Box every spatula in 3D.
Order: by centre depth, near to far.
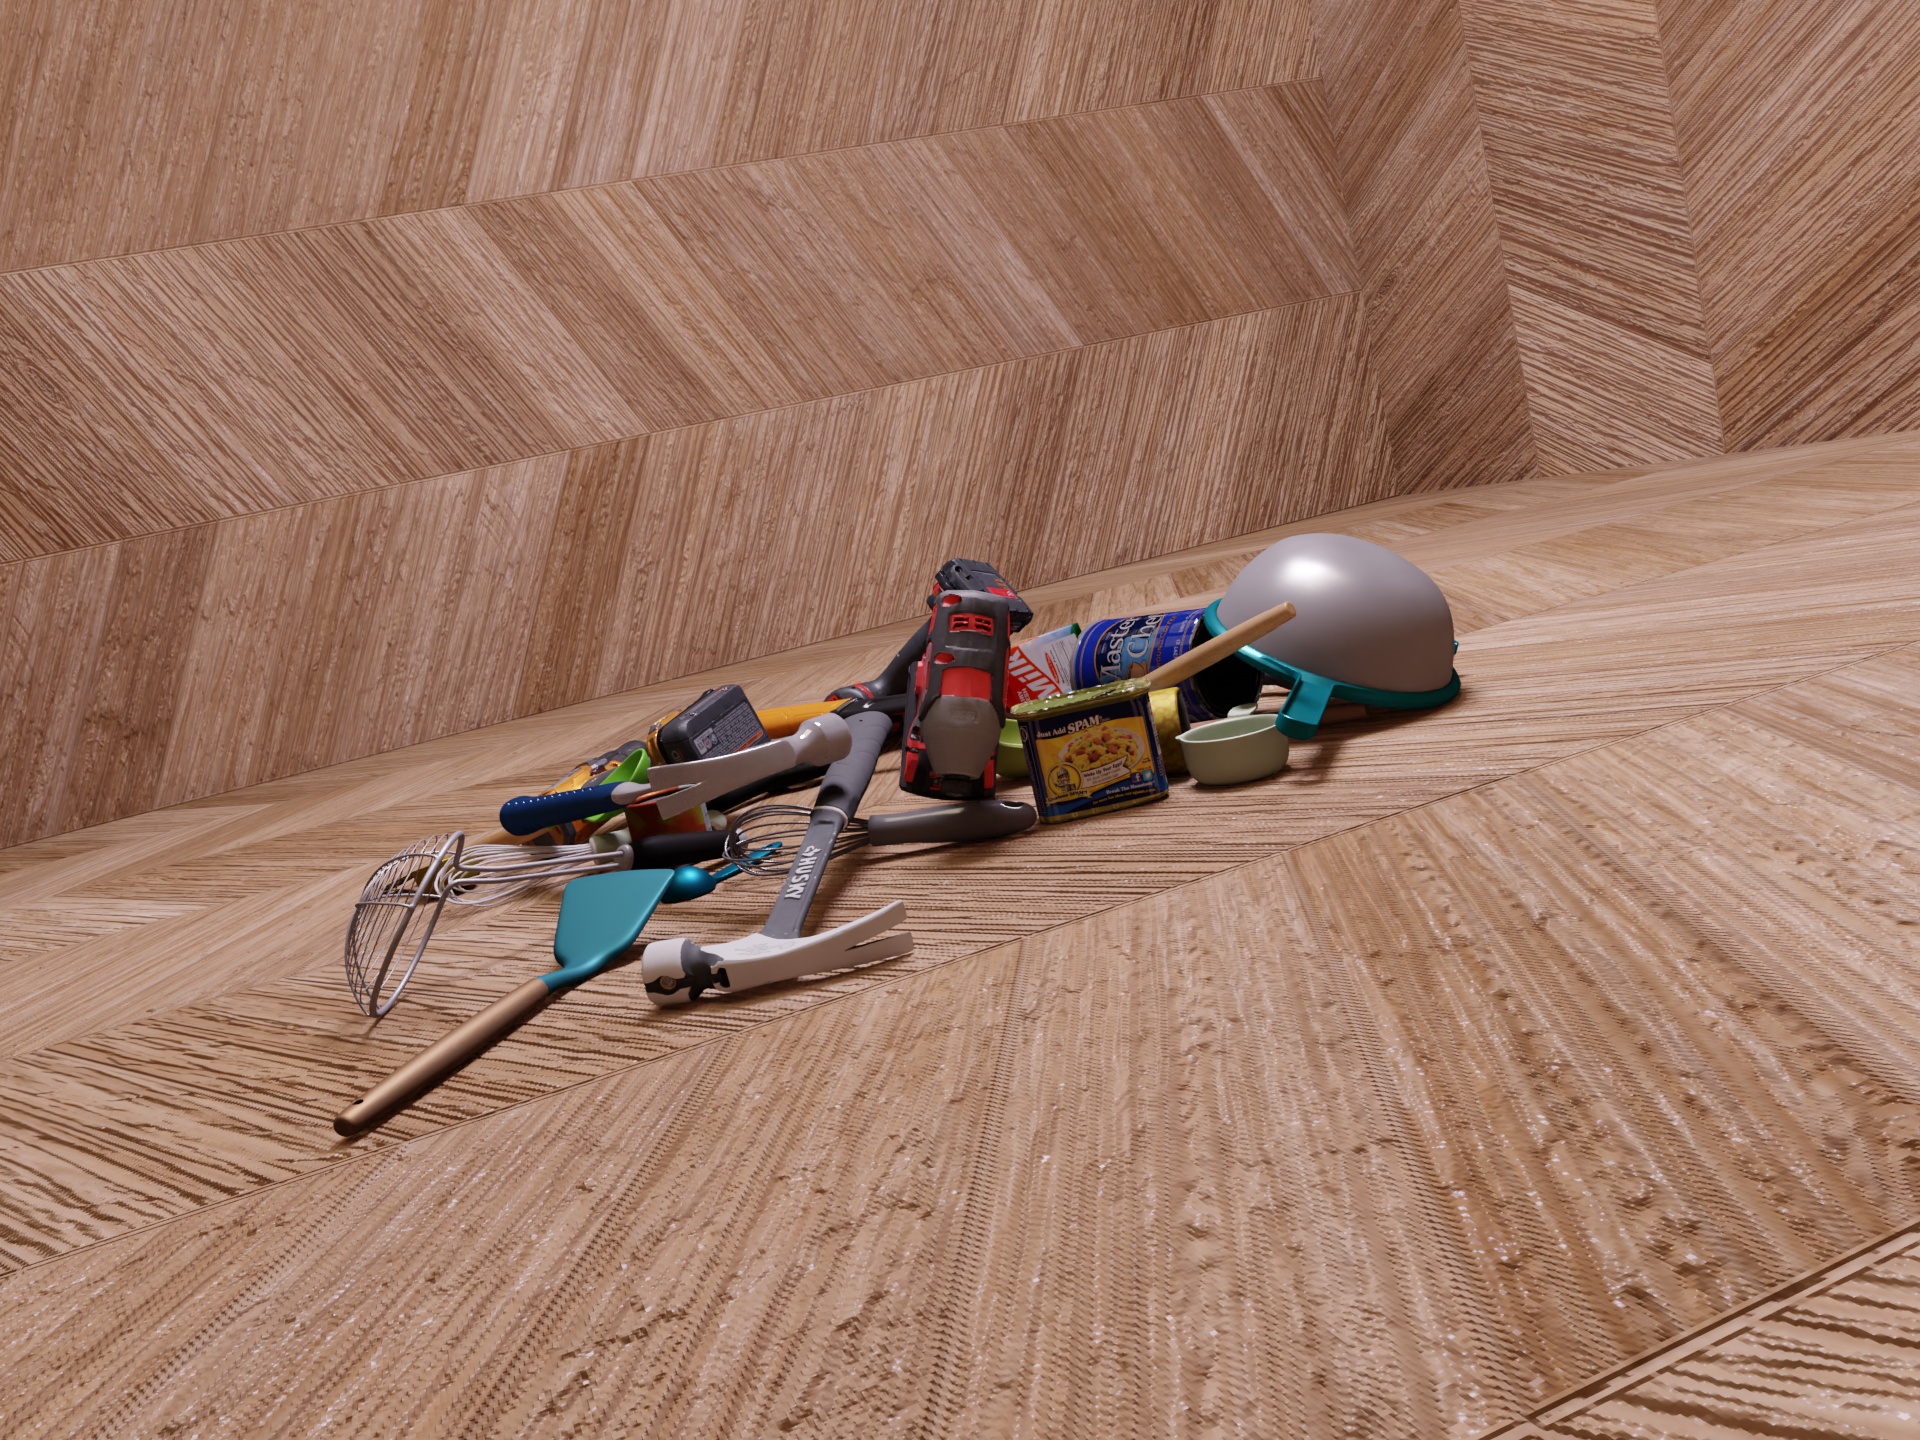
[{"bbox_3d":[-0.264,0.157,0.928,0.082,0.044,0.317,-7,10,17],"label":"spatula"},{"bbox_3d":[0.182,0.012,1.315,0.316,0.018,0.060,-9,15,31],"label":"spatula"}]

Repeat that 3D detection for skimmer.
[{"bbox_3d":[-0.269,0.123,1.121,0.090,0.127,0.363,38,25,30],"label":"skimmer"}]

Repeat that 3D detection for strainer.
[{"bbox_3d":[0.288,-0.076,1.216,0.211,0.095,0.340,19,22,13],"label":"strainer"}]

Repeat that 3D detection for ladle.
[{"bbox_3d":[0.129,-0.030,1.253,0.320,0.062,0.078,-30,-13,40],"label":"ladle"}]

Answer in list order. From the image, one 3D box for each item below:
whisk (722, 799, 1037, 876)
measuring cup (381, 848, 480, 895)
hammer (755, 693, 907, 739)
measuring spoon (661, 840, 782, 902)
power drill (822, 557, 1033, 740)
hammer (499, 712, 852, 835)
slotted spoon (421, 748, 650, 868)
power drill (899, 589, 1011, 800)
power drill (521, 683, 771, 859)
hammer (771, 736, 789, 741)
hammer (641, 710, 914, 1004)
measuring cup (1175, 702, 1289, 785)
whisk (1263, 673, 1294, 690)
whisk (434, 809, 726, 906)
[{"bbox_3d":[-0.061,0.080,1.152,0.239,0.055,0.055,-6,9,14],"label":"whisk"},{"bbox_3d":[-0.485,0.148,1.440,0.156,0.029,0.062,-22,1,45],"label":"measuring cup"},{"bbox_3d":[-0.129,-0.010,1.553,0.337,0.034,0.127,-9,33,24],"label":"hammer"},{"bbox_3d":[-0.180,0.107,1.210,0.042,0.021,0.128,-7,12,36],"label":"measuring spoon"},{"bbox_3d":[-0.032,-0.061,1.668,0.226,0.080,0.188,-45,-14,17],"label":"power drill"},{"bbox_3d":[-0.252,0.054,1.198,0.144,0.035,0.405,-19,4,-40],"label":"hammer"},{"bbox_3d":[-0.381,0.095,1.410,0.314,0.031,0.070,-22,35,31],"label":"slotted spoon"},{"bbox_3d":[-0.002,-0.004,1.184,0.078,0.143,0.219,5,-10,-2],"label":"power drill"},{"bbox_3d":[-0.284,0.042,1.478,0.226,0.084,0.185,-23,12,29],"label":"power drill"},{"bbox_3d":[-0.146,-0.002,1.737,0.331,0.031,0.130,-28,-23,-32],"label":"hammer"},{"bbox_3d":[-0.086,0.070,1.058,0.149,0.036,0.409,-9,18,9],"label":"hammer"},{"bbox_3d":[0.211,0.015,1.188,0.083,0.038,0.167,-10,6,17],"label":"measuring cup"},{"bbox_3d":[0.240,-0.045,1.513,0.070,0.070,0.285,-19,15,-39],"label":"whisk"},{"bbox_3d":[-0.317,0.112,1.341,0.246,0.057,0.059,-13,42,-20],"label":"whisk"}]
